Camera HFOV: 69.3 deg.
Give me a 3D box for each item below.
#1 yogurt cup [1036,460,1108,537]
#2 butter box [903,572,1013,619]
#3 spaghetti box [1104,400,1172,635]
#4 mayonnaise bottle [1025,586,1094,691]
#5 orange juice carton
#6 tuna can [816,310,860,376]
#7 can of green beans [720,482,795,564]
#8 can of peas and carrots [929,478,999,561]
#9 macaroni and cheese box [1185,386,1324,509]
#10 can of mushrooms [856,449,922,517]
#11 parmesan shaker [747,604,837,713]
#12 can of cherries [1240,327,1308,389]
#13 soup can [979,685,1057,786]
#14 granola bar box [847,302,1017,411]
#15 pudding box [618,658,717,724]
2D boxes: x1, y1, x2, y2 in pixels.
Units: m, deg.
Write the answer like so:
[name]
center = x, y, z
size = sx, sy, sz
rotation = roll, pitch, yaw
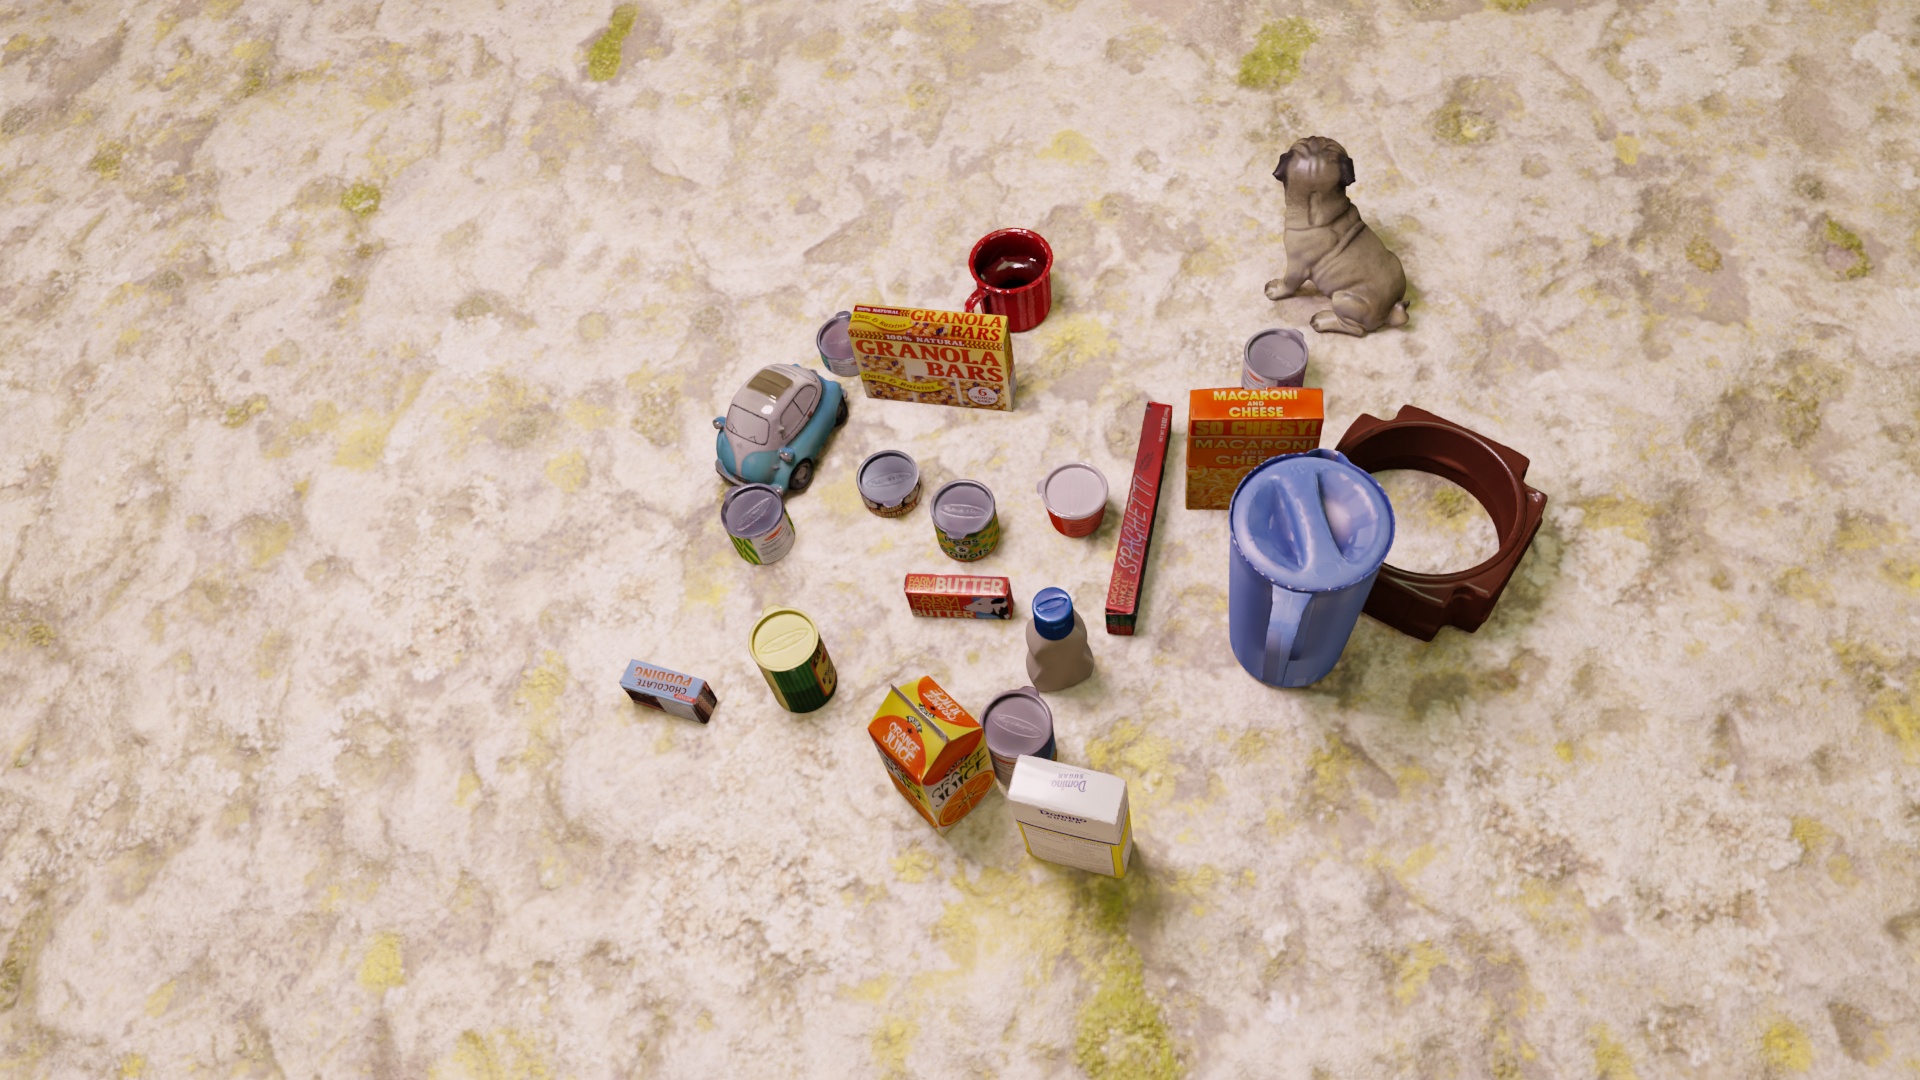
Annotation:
[yogurt cup]
center = 0.117, -0.039, 1.411
size = 0.072, 0.053, 0.073
rotation = -3, 60, 6
[butter box]
center = -0.001, 0.055, 1.372
size = 0.103, 0.053, 0.024
rotation = 2, 61, 8
[spaghetti box]
center = 0.180, -0.024, 1.396
size = 0.029, 0.050, 0.251
rotation = 8, 61, 12
[mayonnaise bottle]
center = 0.089, 0.092, 1.284
size = 0.065, 0.147, 0.041
rotation = -17, 60, -3
[orange juice carton]
center = -0.024, 0.184, 1.219
size = 0.073, 0.191, 0.072
rotation = -40, 63, -15
[tuna can]
center = -0.127, -0.221, 1.559
size = 0.071, 0.032, 0.071
rotation = -3, 60, 5
[can of green beans]
center = -0.209, -0.017, 1.437
size = 0.071, 0.057, 0.071
rotation = -3, 60, 6
[can of peas and carrots]
center = 0.005, -0.018, 1.410
size = 0.071, 0.058, 0.071
rotation = -3, 60, 6
[macaroni and cheese box]
center = 0.282, -0.087, 1.353
size = 0.124, 0.165, 0.040
rotation = 0, 61, 8
[can of mushrooms]
center = -0.074, -0.057, 1.457
size = 0.071, 0.033, 0.071
rotation = -3, 60, 5
[parmesan shaker]
center = -0.159, 0.113, 1.329
size = 0.071, 0.102, 0.071
rotation = -3, 60, 6
[can of cherries]
center = 0.333, -0.182, 1.464
size = 0.071, 0.058, 0.072
rotation = -3, 60, 6
[soup can]
center = 0.055, 0.181, 1.274
size = 0.071, 0.083, 0.071
rotation = -3, 60, 6
[granola bar box]
center = -0.027, -0.195, 1.479
size = 0.165, 0.123, 0.039
rotation = 7, 62, 11
[pudding box]
center = -0.285, 0.147, 1.356
size = 0.084, 0.049, 0.030
rotation = 14, 63, 15
